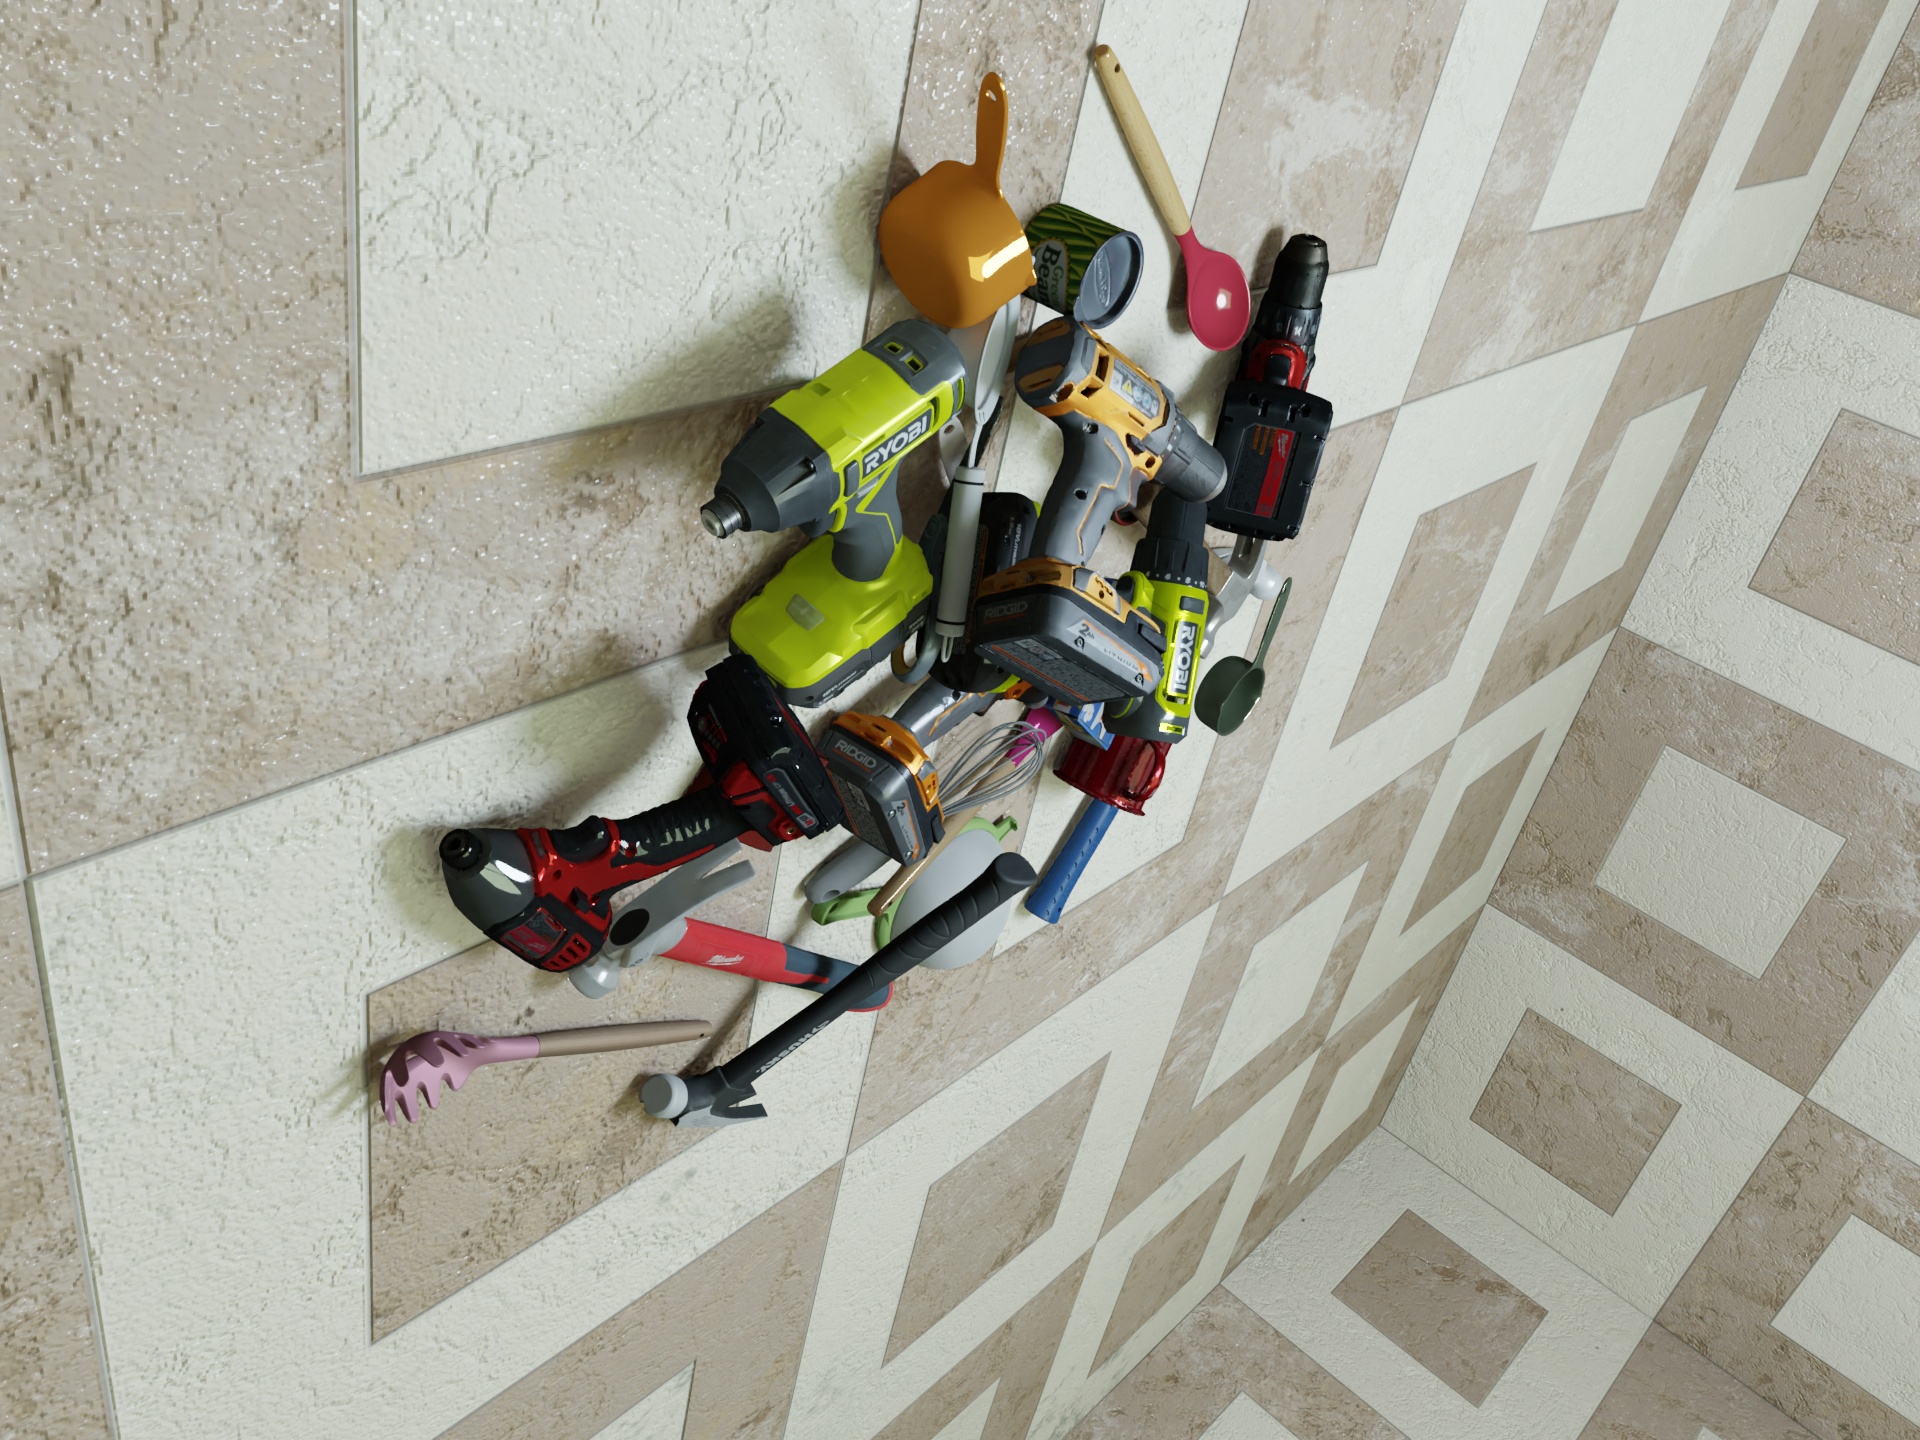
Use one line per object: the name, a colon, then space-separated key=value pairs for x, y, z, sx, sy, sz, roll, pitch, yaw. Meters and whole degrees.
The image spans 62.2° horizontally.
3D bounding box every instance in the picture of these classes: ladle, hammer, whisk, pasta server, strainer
ladle: x=0.149 y=-0.362 z=1.121 sx=0.069 sy=0.031 sz=0.315 roll=-63 pitch=150 yaw=-8
hammer: x=0.180 y=-0.153 z=1.299 sx=0.130 sy=0.031 sz=0.331 roll=-57 pitch=151 yaw=1
hammer: x=0.176 y=0.015 z=1.526 sx=0.405 sy=0.035 sz=0.144 roll=-60 pitch=151 yaw=6
whisk: x=-0.025 y=0.073 z=1.263 sx=0.239 sy=0.055 sz=0.055 roll=-34 pitch=145 yaw=-20
pasta server: x=-0.266 y=0.224 z=1.073 sx=0.060 sy=0.040 sz=0.316 roll=-50 pitch=154 yaw=15
strainer: x=0.005 y=-0.163 z=1.003 sx=0.087 sy=0.050 sz=0.258 roll=-41 pitch=139 yaw=-73
hammer: x=-0.129 y=0.172 z=1.189 sx=0.143 sy=0.038 sz=0.386 roll=-36 pitch=155 yaw=10
hammer: x=-0.081 y=0.209 z=1.228 sx=0.335 sy=0.035 sz=0.146 roll=-37 pitch=155 yaw=5
strainer: x=-0.026 y=0.162 z=1.335 sx=0.256 sy=0.069 sz=0.151 roll=1 pitch=118 yaw=-58

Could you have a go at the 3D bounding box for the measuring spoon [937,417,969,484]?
measuring spoon: x=-0.004 y=-0.171 z=1.080 sx=0.034 sy=0.018 sz=0.124 roll=-35 pitch=152 yaw=-10

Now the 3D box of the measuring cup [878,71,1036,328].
measuring cup: x=-0.004 y=-0.284 z=0.877 sx=0.052 sy=0.095 sz=0.173 roll=-41 pitch=169 yaw=-15

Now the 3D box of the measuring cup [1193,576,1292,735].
measuring cup: x=0.270 y=-0.066 z=1.513 sx=0.083 sy=0.038 sz=0.167 roll=-11 pitch=126 yaw=-52

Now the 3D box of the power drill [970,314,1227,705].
power drill: x=0.100 y=-0.125 z=1.041 sx=0.185 sy=0.084 sz=0.226 roll=27 pitch=65 yaw=-40

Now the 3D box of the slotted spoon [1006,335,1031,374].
slotted spoon: x=-0.014 y=-0.215 z=1.025 sx=0.314 sy=0.031 sz=0.070 roll=-31 pitch=147 yaw=-41

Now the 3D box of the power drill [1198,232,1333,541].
power drill: x=0.247 y=-0.262 z=1.244 sx=0.227 sy=0.080 sz=0.187 roll=-69 pitch=171 yaw=-54

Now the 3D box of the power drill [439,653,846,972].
power drill: x=-0.191 y=0.060 z=0.931 sx=0.219 sy=0.079 sz=0.143 roll=-30 pitch=148 yaw=0

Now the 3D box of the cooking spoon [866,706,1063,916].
cooking spoon: x=0.026 y=0.053 z=1.333 sx=0.319 sy=0.017 sz=0.068 roll=-46 pitch=149 yaw=-30

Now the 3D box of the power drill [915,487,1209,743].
power drill: x=0.088 y=-0.090 z=1.128 sx=0.228 sy=0.080 sz=0.190 roll=9 pitch=90 yaw=-39

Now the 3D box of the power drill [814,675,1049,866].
power drill: x=-0.002 y=-0.004 z=1.199 sx=0.226 sy=0.084 sz=0.164 roll=-49 pitch=150 yaw=-21

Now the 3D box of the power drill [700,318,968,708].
power drill: x=-0.078 y=-0.110 z=0.929 sx=0.171 sy=0.080 sz=0.223 roll=-41 pitch=160 yaw=-25
